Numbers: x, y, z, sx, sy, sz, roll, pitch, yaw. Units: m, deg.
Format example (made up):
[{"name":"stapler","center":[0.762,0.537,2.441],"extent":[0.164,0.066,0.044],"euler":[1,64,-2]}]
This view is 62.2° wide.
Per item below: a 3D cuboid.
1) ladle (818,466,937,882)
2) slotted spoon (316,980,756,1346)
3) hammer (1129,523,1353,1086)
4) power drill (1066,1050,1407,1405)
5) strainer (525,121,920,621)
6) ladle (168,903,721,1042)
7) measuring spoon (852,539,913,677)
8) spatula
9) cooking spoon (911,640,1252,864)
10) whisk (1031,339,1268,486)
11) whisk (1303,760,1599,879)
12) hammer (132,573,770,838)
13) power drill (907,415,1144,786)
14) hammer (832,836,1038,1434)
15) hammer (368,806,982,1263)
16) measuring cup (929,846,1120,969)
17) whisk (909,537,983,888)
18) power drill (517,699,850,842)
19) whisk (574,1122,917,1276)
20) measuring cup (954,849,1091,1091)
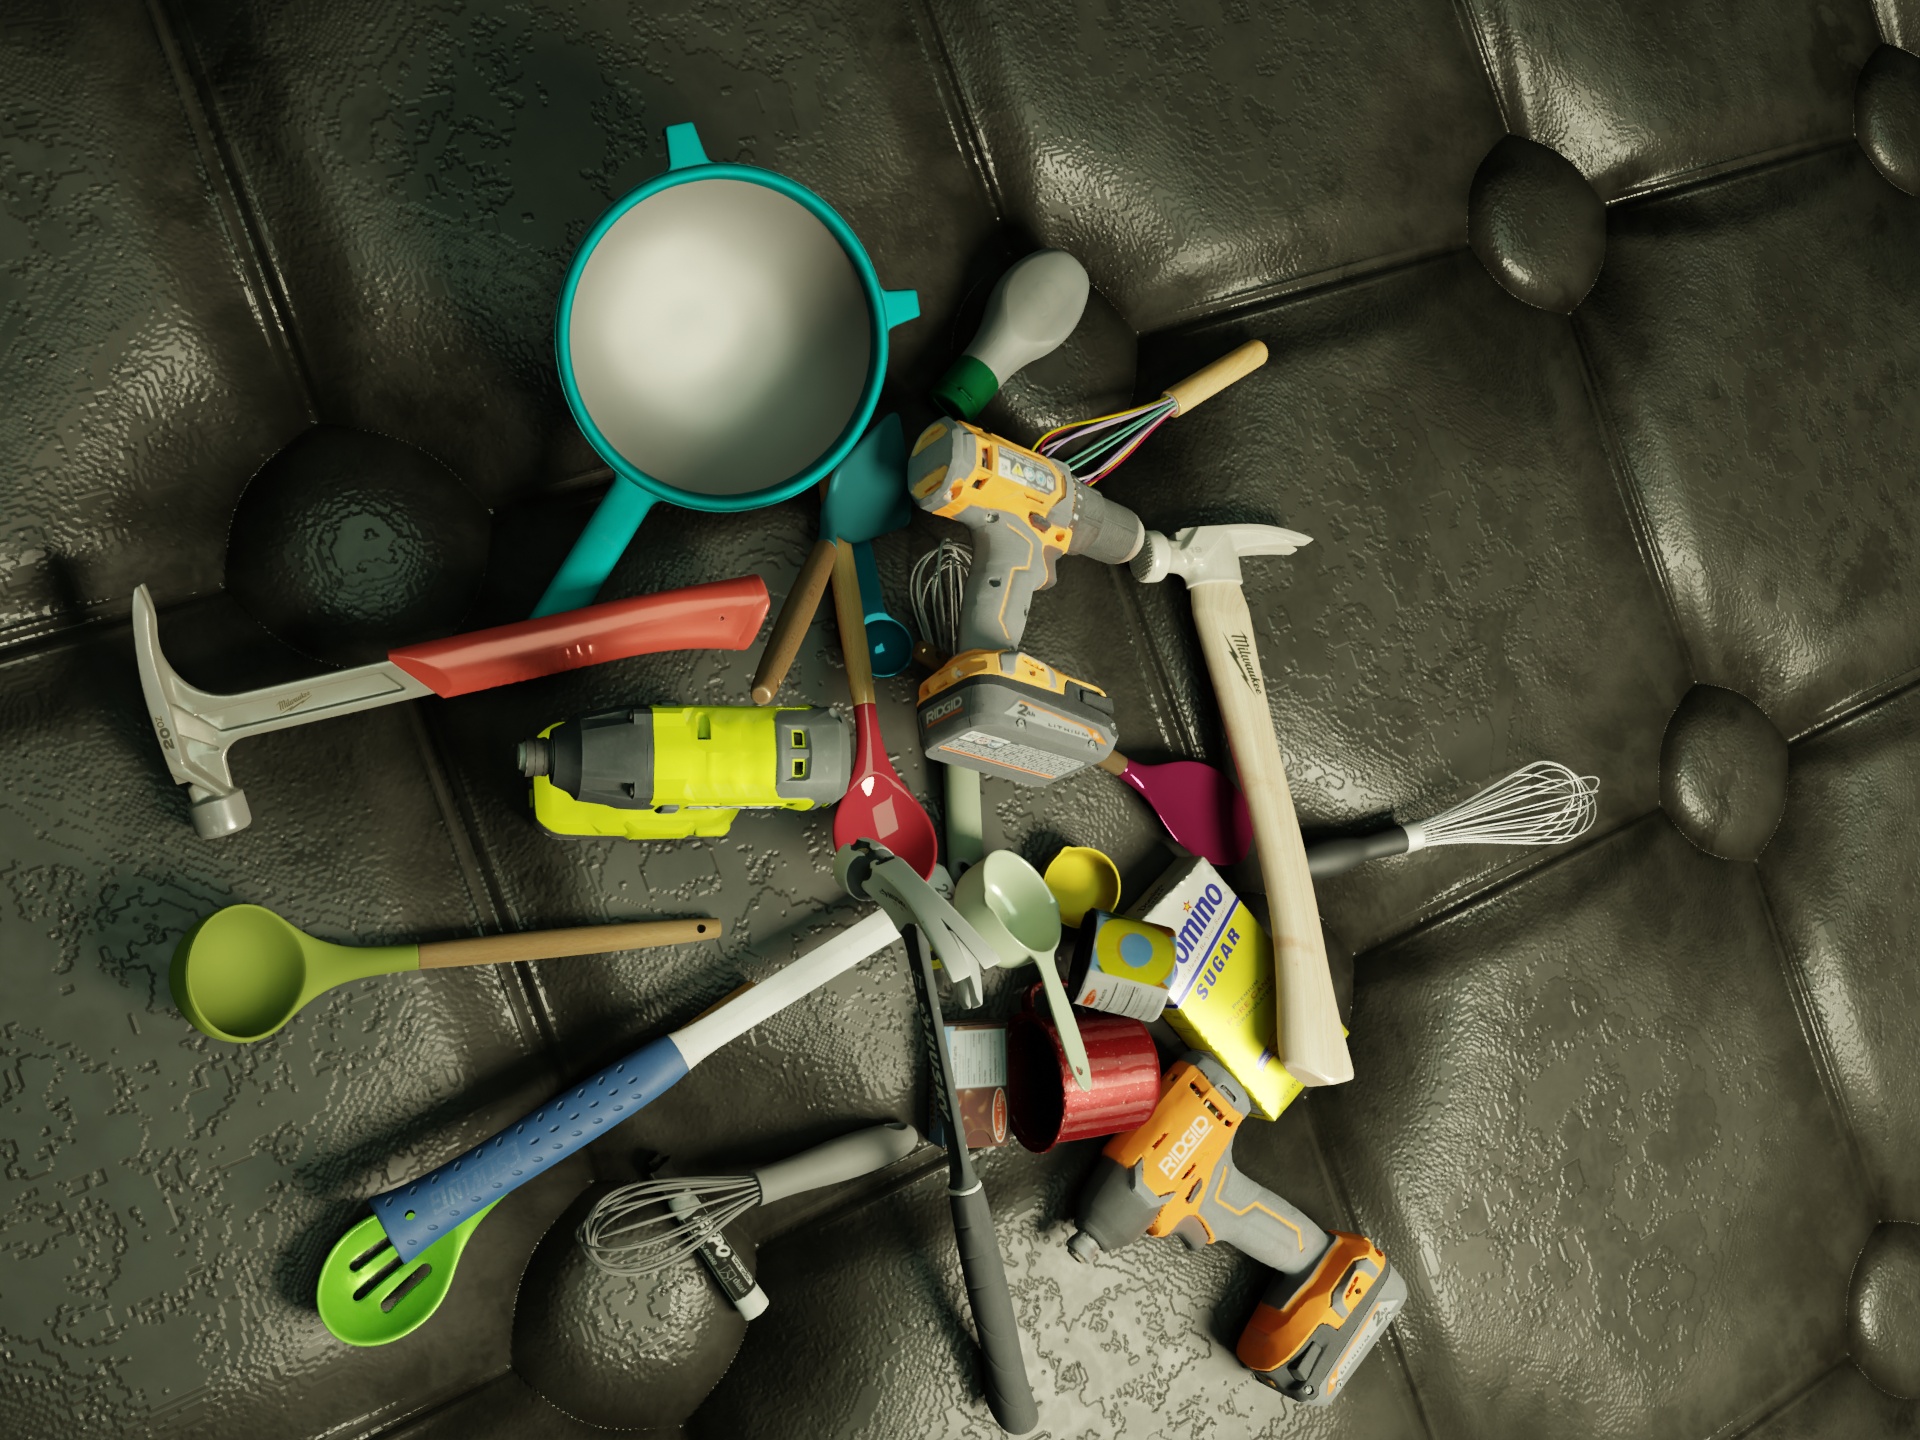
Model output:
[{"name":"ladle","center":[-0.069,-0.035,1.057],"extent":[0.069,0.031,0.315],"euler":[-4,75,-22]},{"name":"slotted spoon","center":[-0.248,0.260,0.975],"extent":[0.314,0.031,0.070],"euler":[-36,95,-23]},{"name":"hammer","center":[0.230,0.054,1.152],"extent":[0.146,0.038,0.411],"euler":[-5,77,-24]},{"name":"power drill","center":[0.185,0.367,1.110],"extent":[0.226,0.084,0.164],"euler":[47,71,-6]},{"name":"strainer","center":[-0.194,-0.192,1.023],"extent":[0.210,0.095,0.340],"euler":[30,95,-29]},{"name":"ladle","center":[-0.296,0.139,0.954],"extent":[0.320,0.062,0.078],"euler":[-2,82,-25]},{"name":"measuring spoon","center":[-0.065,-0.089,1.096],"extent":[0.042,0.021,0.129],"euler":[-13,80,-13]},{"name":"spatula","center":[-0.077,-0.095,0.971],"extent":[0.044,0.318,0.082],"euler":[-1,121,9]},{"name":"cooking spoon","center":[0.094,0.021,1.117],"extent":[0.318,0.017,0.069],"euler":[29,67,-28]},{"name":"whisk","center":[0.140,-0.229,1.178],"extent":[0.245,0.051,0.047],"euler":[-34,91,-25]},{"name":"whisk","center":[0.375,0.084,1.233],"extent":[0.284,0.070,0.070],"euler":[-12,89,-18]},{"name":"hammer","center":[-0.292,-0.045,0.957],"extent":[0.359,0.037,0.149],"euler":[-15,104,-18]},{"name":"power drill","center":[0.052,-0.075,1.056],"extent":[0.185,0.084,0.226],"euler":[16,62,-35]},{"name":"hammer","center":[0.004,0.276,0.986],"extent":[0.036,0.149,0.408],"euler":[-20,112,-24]},{"name":"hammer","center":[-0.163,0.206,0.987],"extent":[0.405,0.035,0.144],"euler":[-29,87,-26]},{"name":"measuring cup","center":[0.037,0.136,1.109],"extent":[0.156,0.029,0.062],"euler":[-23,93,-11]},{"name":"whisk","center":[-0.002,-0.004,1.096],"extent":[0.058,0.059,0.246],"euler":[-3,89,14]},{"name":"power drill","center":[-0.178,0.027,0.922],"extent":[0.171,0.223,0.080],"euler":[1,84,-22]},{"name":"whisk","center":[-0.126,0.292,0.995],"extent":[0.239,0.055,0.055],"euler":[-10,88,-35]},{"name":"measuring cup","center":[0.043,0.167,1.040],"extent":[0.083,0.038,0.168],"euler":[10,54,-52]}]
